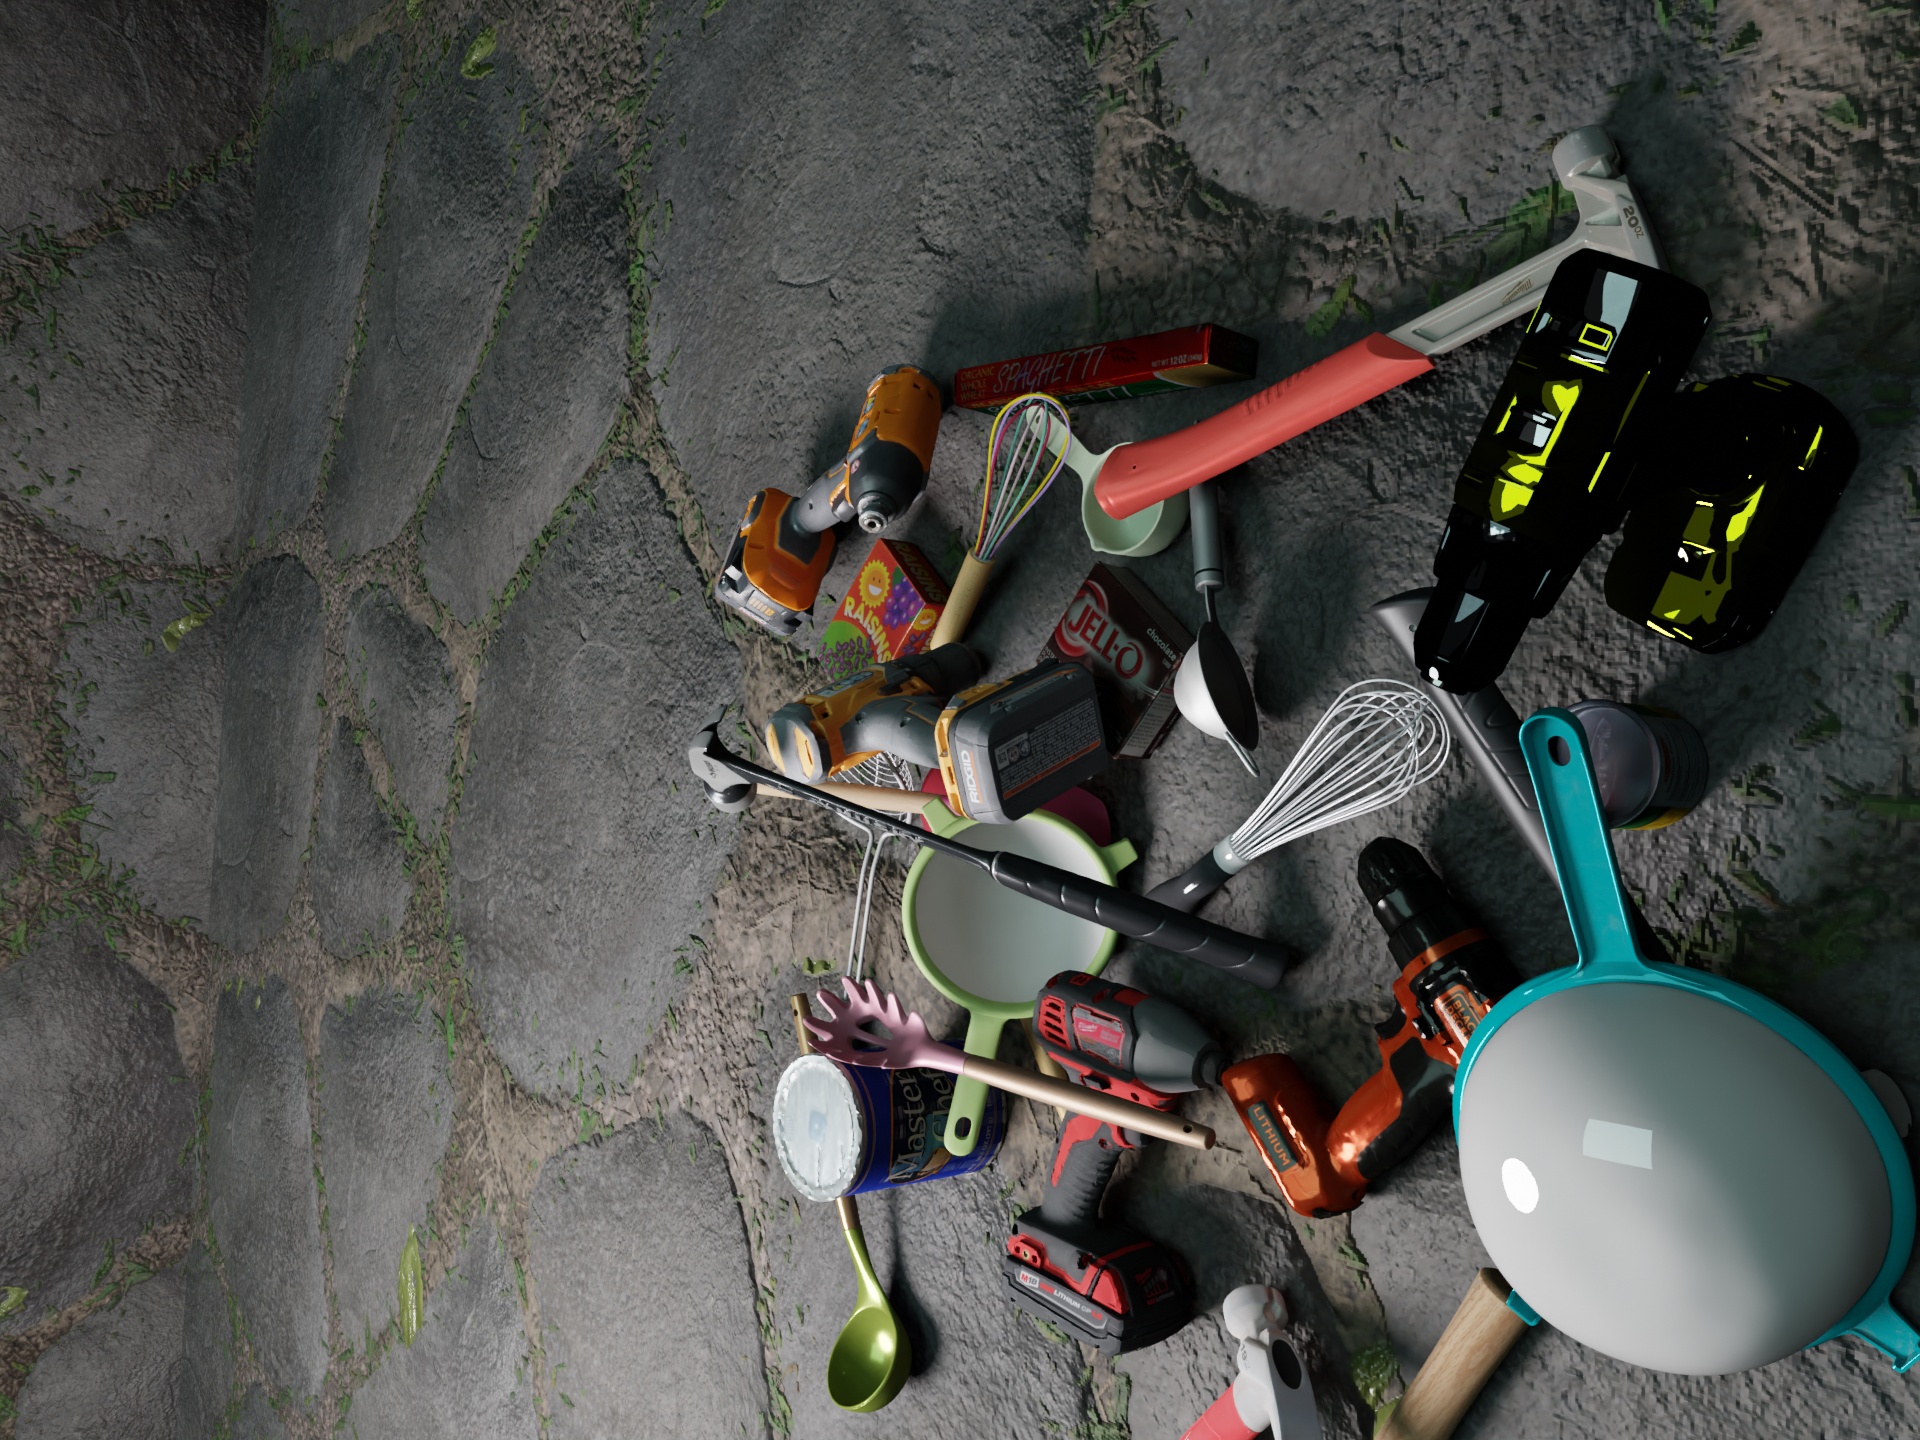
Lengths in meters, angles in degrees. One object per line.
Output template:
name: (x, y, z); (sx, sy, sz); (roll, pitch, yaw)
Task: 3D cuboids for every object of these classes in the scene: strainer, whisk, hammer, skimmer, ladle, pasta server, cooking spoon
strainer: (0.025, 0.178, 1.127); (0.069, 0.151, 0.256); (-75, -3, -80)
whisk: (0.189, 0.065, 0.985); (0.284, 0.070, 0.070); (-46, 55, 41)
hammer: (0.109, 0.531, 1.013); (0.143, 0.038, 0.386); (-95, 29, -55)
skimmer: (-0.103, 0.170, 1.269); (0.127, 0.090, 0.363); (10, 95, 42)
strainer: (0.300, 0.166, 0.734); (0.211, 0.095, 0.340); (-9, 103, 41)
ladle: (0.031, 0.163, 1.172); (0.069, 0.031, 0.316); (-40, 60, 36)
hammer: (0.233, -0.195, 0.941); (0.359, 0.036, 0.149); (-24, 69, 36)
hammer: (0.235, 0.448, 0.918); (0.130, 0.031, 0.331); (41, 116, 41)
pasta server: (0.024, 0.227, 1.034); (0.316, 0.040, 0.060); (8, 58, 40)
ladle: (-0.100, 0.374, 1.246); (0.078, 0.062, 0.320); (-21, 79, 42)
whisk: (0.020, -0.140, 1.167); (0.051, 0.047, 0.244); (62, 143, 35)
hammer: (0.304, 0.078, 0.790); (0.146, 0.035, 0.335); (-37, 81, 42)
hammer: (0.011, 0.085, 1.017); (0.409, 0.149, 0.036); (20, 72, 10)
strainer: (0.159, -0.081, 1.022); (0.050, 0.086, 0.259); (-13, 64, 29)
cooking spoon: (-0.036, 0.060, 1.180); (0.319, 0.017, 0.068); (5, 122, 28)

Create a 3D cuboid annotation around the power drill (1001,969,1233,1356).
power drill: (0.104, 0.284, 1.033); (0.143, 0.078, 0.219); (12, 97, 44)

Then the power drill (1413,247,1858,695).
power drill: (0.307, -0.096, 0.735); (0.080, 0.228, 0.190); (38, 114, 43)

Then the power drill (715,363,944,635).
power drill: (-0.103, -0.164, 1.269); (0.226, 0.084, 0.164); (-38, 30, 39)

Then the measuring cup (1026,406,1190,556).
measuring cup: (0.101, -0.176, 1.116); (0.168, 0.038, 0.083); (51, 123, 41)

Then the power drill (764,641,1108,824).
power drill: (-0.002, -0.004, 1.112); (0.226, 0.185, 0.084); (8, 117, 46)
